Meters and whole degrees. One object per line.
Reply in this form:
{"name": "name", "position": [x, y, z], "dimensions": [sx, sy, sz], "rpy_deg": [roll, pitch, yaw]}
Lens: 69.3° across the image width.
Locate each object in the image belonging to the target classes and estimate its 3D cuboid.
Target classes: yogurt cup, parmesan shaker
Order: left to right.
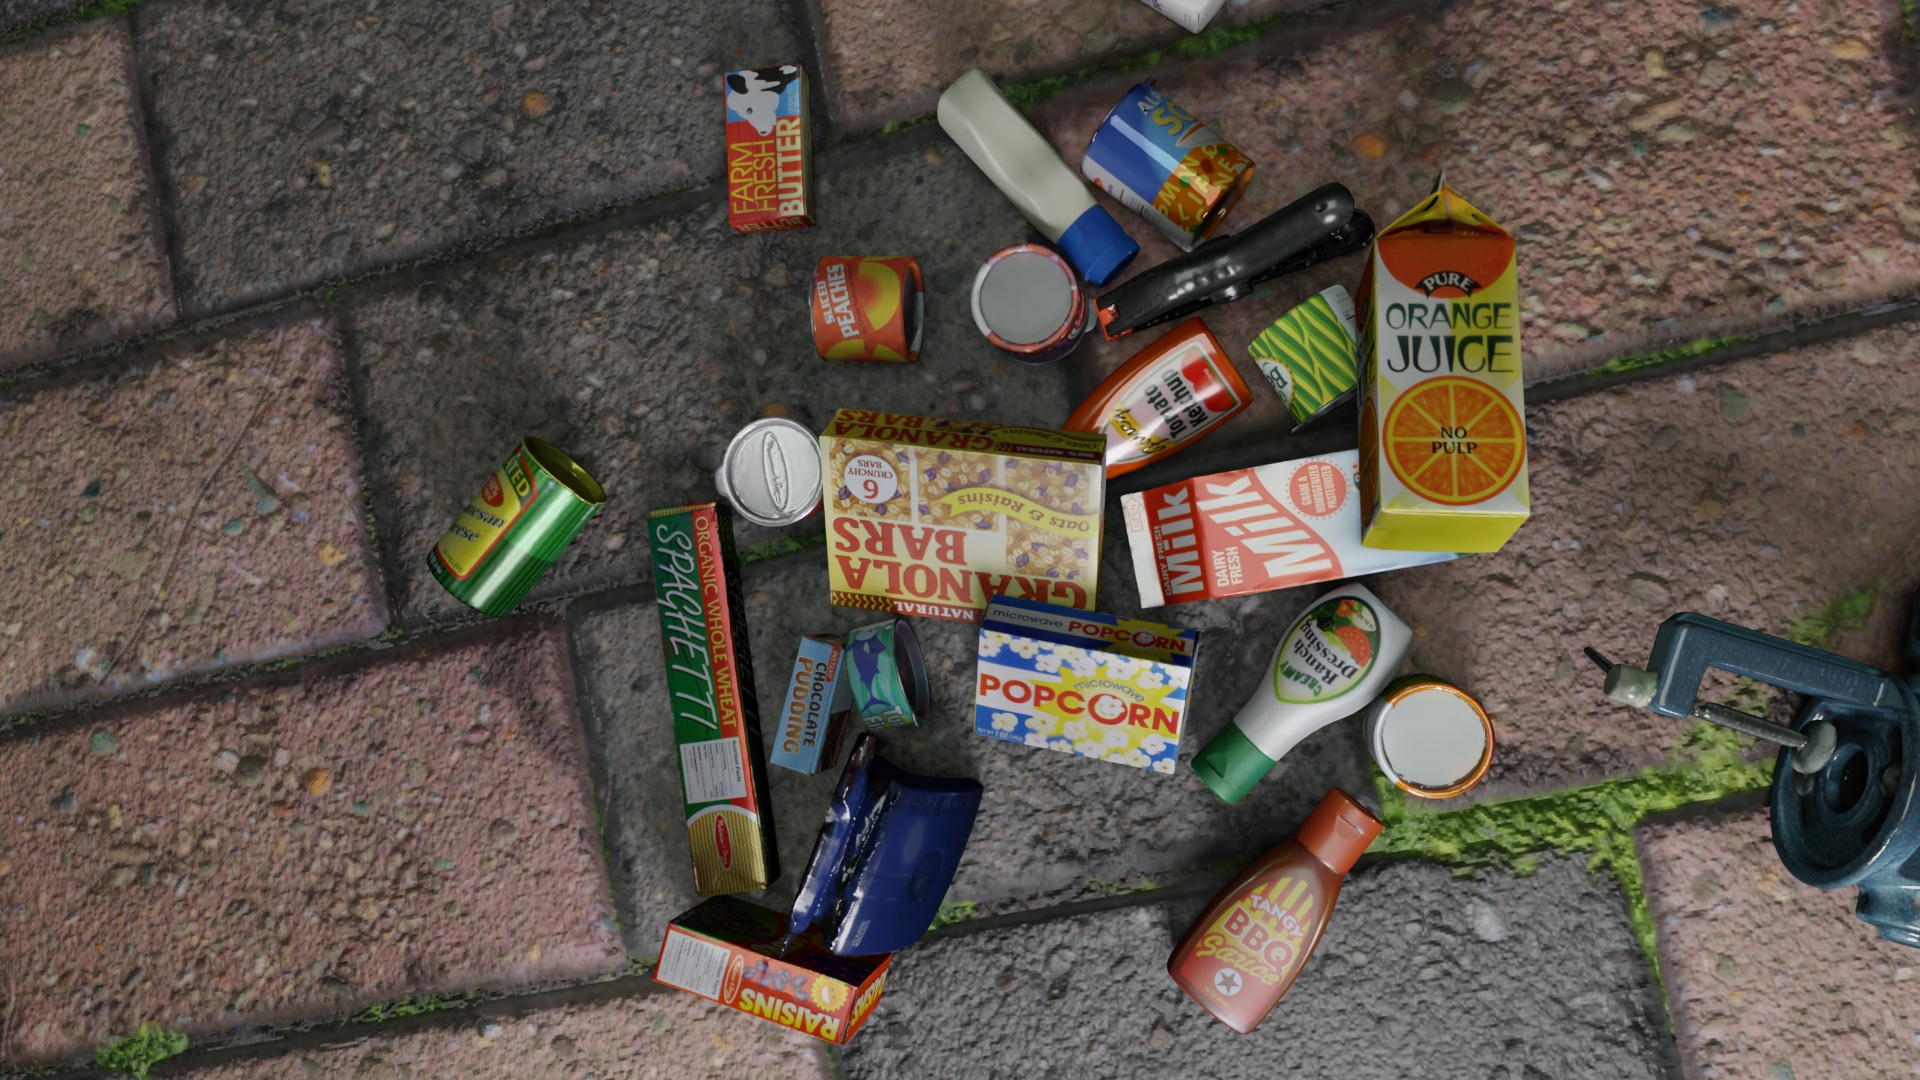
{"name": "parmesan shaker", "position": [-0.288, -0.007, 0.904], "dimensions": [0.071, 0.071, 0.103], "rpy_deg": [42, 96, 9]}
{"name": "yogurt cup", "position": [-0.110, -0.042, 0.879], "dimensions": [0.072, 0.054, 0.072], "rpy_deg": [0, 88, 11]}

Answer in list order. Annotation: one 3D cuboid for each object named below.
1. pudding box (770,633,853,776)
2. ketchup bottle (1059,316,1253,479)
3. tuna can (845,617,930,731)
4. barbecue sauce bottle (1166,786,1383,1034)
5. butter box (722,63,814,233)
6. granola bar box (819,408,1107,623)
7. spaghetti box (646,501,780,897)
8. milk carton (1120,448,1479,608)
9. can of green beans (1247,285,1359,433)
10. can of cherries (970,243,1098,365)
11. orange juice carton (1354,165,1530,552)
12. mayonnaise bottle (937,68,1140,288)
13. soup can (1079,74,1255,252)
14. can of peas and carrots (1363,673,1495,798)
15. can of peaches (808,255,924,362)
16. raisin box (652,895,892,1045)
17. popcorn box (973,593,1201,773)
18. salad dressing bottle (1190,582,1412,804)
{"name": "pudding box", "position": [-0.089, 0.102, 0.872], "dimensions": [0.030, 0.049, 0.083], "rpy_deg": [14, 91, 13]}
{"name": "ketchup bottle", "position": [0.099, -0.070, 0.842], "dimensions": [0.148, 0.044, 0.064], "rpy_deg": [-33, 110, 14]}
{"name": "tuna can", "position": [-0.044, 0.085, 0.855], "dimensions": [0.033, 0.071, 0.071], "rpy_deg": [-15, 86, 12]}
{"name": "barbecue sauce bottle", "position": [0.189, 0.214, 0.818], "dimensions": [0.065, 0.043, 0.148], "rpy_deg": [38, 95, 11]}
{"name": "butter box", "position": [-0.124, -0.255, 0.904], "dimensions": [0.053, 0.024, 0.103], "rpy_deg": [-3, 88, 10]}
{"name": "granola bar box", "position": [0.003, -0.010, 0.835], "dimensions": [0.165, 0.039, 0.123], "rpy_deg": [7, 123, 11]}
{"name": "spaghetti box", "position": [-0.159, 0.100, 0.896], "dimensions": [0.050, 0.029, 0.250], "rpy_deg": [-9, 86, 11]}
{"name": "milk carton", "position": [0.193, -0.010, 0.810], "dimensions": [0.190, 0.073, 0.072], "rpy_deg": [-11, 86, 11]}
{"name": "can of green beans", "position": [0.211, -0.108, 0.813], "dimensions": [0.071, 0.071, 0.058], "rpy_deg": [-33, 82, 8]}
{"name": "can of cherries", "position": [0.046, -0.144, 0.850], "dimensions": [0.071, 0.058, 0.071], "rpy_deg": [0, 88, 11]}
{"name": "orange juice carton", "position": [0.251, -0.095, 0.735], "dimensions": [0.073, 0.071, 0.193], "rpy_deg": [1, 74, 8]}
{"name": "mayonnaise bottle", "position": [0.048, -0.220, 0.853], "dimensions": [0.041, 0.065, 0.148], "rpy_deg": [-42, 85, 3]}
{"name": "soup can", "position": [0.126, -0.226, 0.833], "dimensions": [0.084, 0.071, 0.071], "rpy_deg": [39, 96, 9]}
{"name": "can of peas and carrots", "position": [0.271, 0.111, 0.798], "dimensions": [0.071, 0.059, 0.071], "rpy_deg": [0, 89, 11]}
{"name": "can of peaches", "position": [-0.057, -0.144, 0.864], "dimensions": [0.058, 0.071, 0.071], "rpy_deg": [3, 89, 10]}
{"name": "raisin box", "position": [-0.113, 0.262, 0.853], "dimensions": [0.123, 0.086, 0.040], "rpy_deg": [15, 90, 11]}
{"name": "popcorn box", "position": [0.073, 0.085, 0.827], "dimensions": [0.127, 0.038, 0.084], "rpy_deg": [10, 125, 11]}
{"name": "salad dressing bottle", "position": [0.199, 0.092, 0.818], "dimensions": [0.147, 0.044, 0.064], "rpy_deg": [-48, 55, 10]}
